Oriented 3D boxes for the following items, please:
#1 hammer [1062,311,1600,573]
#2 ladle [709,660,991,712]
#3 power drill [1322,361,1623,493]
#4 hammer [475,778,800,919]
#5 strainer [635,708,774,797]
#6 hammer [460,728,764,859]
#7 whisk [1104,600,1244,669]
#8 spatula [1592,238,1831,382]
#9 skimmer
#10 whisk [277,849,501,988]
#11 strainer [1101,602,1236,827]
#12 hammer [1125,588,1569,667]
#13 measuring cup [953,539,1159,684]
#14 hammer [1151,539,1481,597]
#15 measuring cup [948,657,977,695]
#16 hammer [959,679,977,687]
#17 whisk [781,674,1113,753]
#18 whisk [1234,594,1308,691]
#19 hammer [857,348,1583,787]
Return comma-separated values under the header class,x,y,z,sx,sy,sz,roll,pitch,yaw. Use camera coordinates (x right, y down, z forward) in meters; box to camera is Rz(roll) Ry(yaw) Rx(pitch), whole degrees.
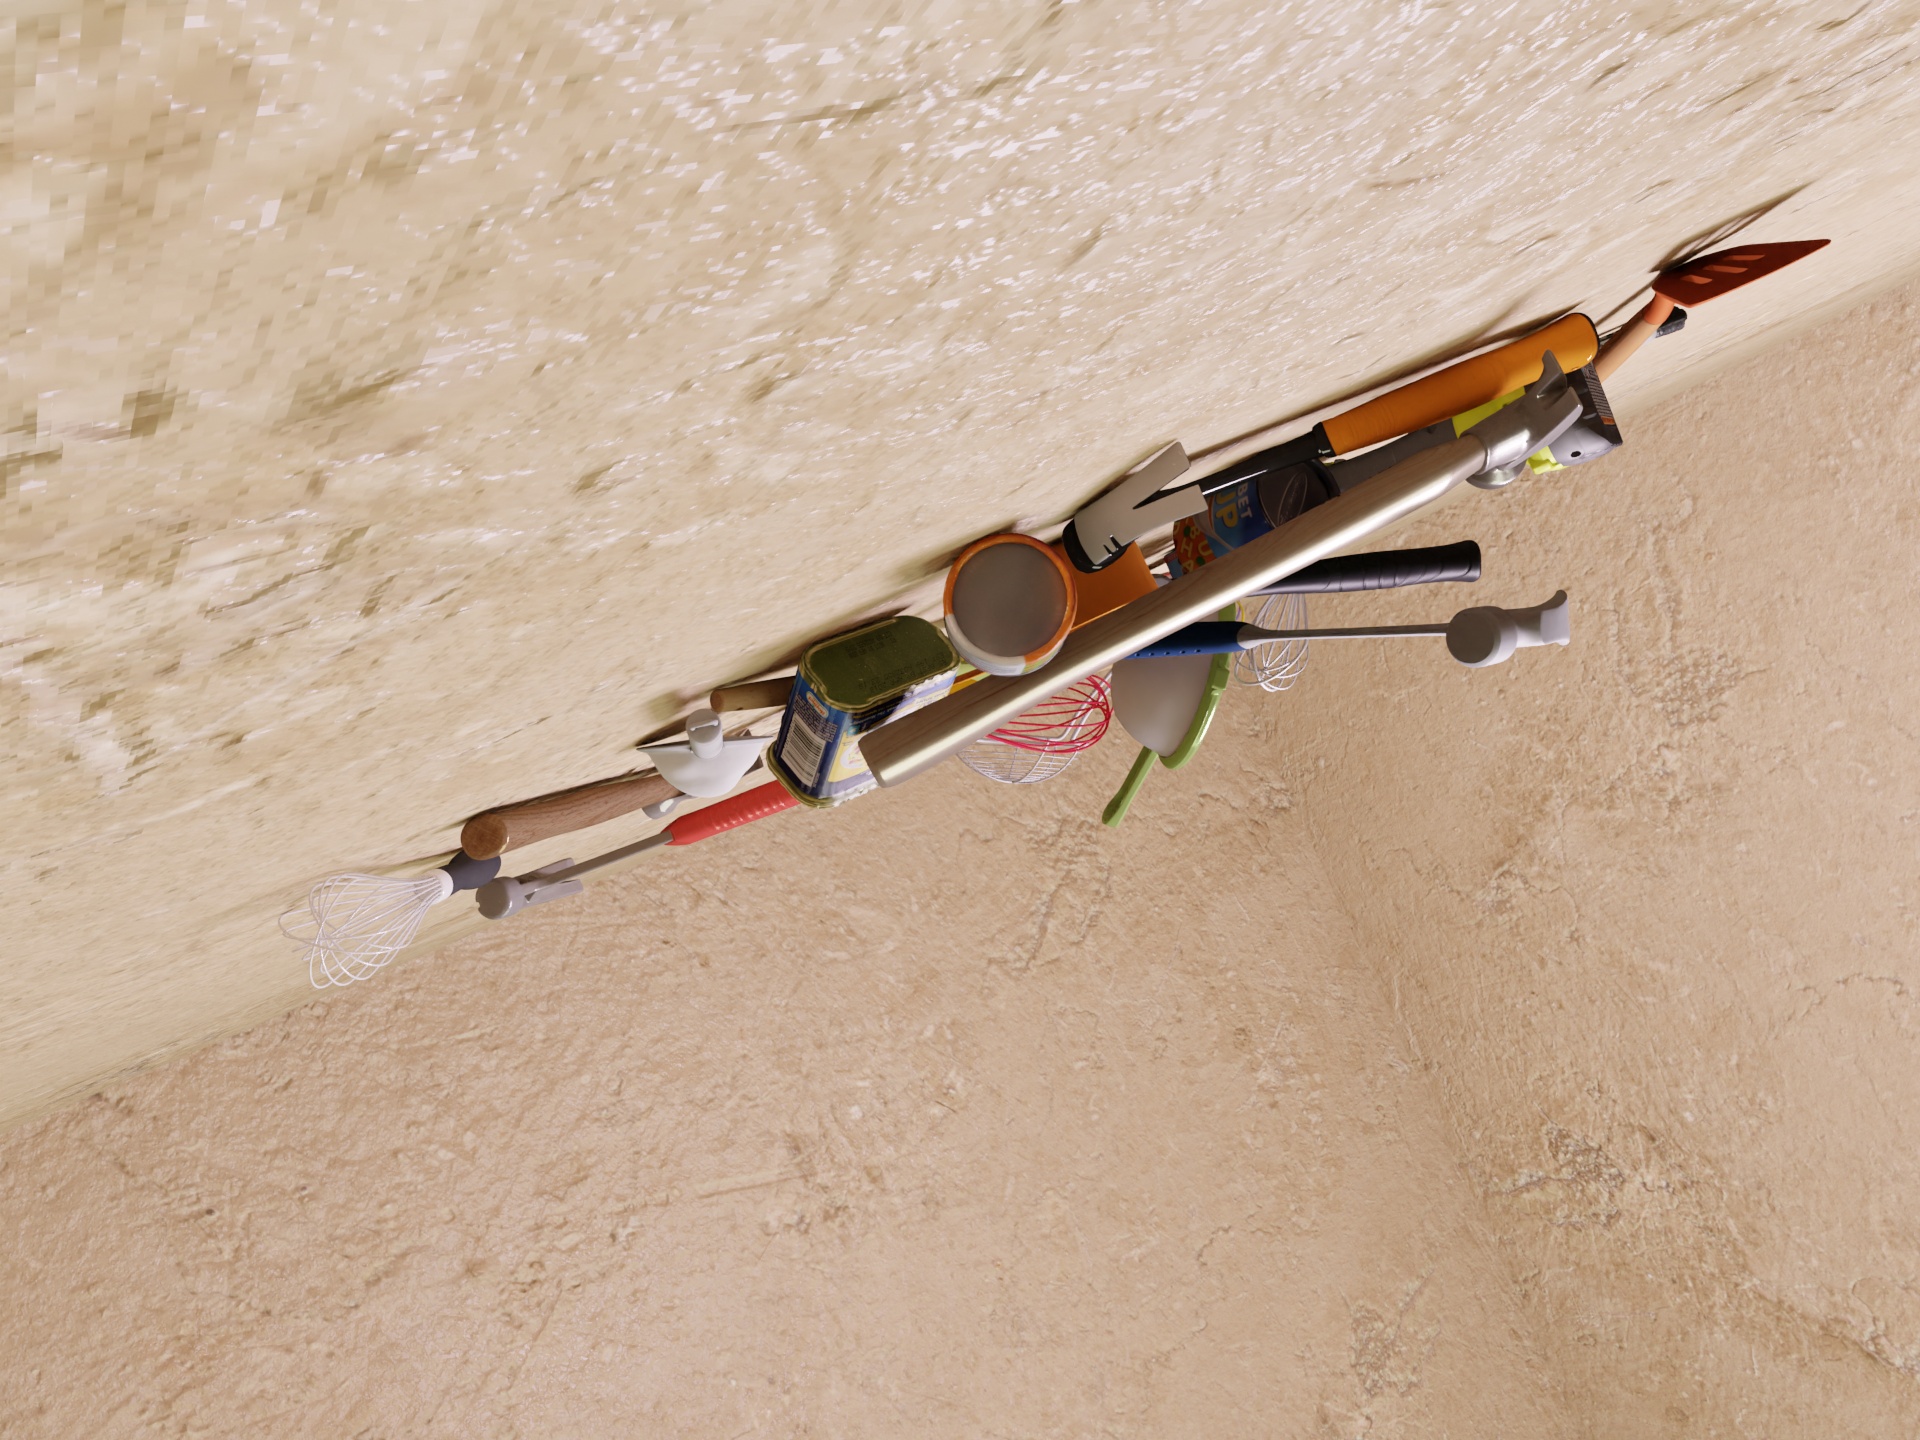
class,x,y,z,sx,sy,sz,roll,pitch,yaw
hammer,0.218,-0.160,0.849,0.337,0.034,0.127,-24,179,-22
ladle,-0.041,-0.041,1.011,0.078,0.062,0.320,-25,171,38
power drill,0.307,-0.172,1.047,0.223,0.080,0.171,-21,179,29
hammer,-0.189,0.077,1.228,0.359,0.037,0.149,-21,178,14
strainer,-0.150,0.017,0.936,0.087,0.050,0.258,-6,175,-9
hammer,-0.243,0.056,1.135,0.130,0.031,0.331,-24,178,18
whisk,0.157,-0.063,1.428,0.051,0.047,0.245,-23,-176,-43
spatula,0.430,-0.238,0.996,0.081,0.041,0.322,-25,173,2
skimmer,0.120,-0.063,1.361,0.127,0.090,0.363,7,136,-38
whisk,-0.364,0.116,1.053,0.070,0.070,0.284,-24,-177,5
strainer,0.140,-0.007,1.262,0.152,0.069,0.256,-82,-169,-46
hammer,0.206,-0.056,1.065,0.144,0.035,0.406,-10,-172,-43
measuring cup,0.036,-0.065,0.961,0.173,0.052,0.095,-23,179,33
hammer,0.225,-0.098,1.105,0.334,0.035,0.146,-8,-173,-25
measuring cup,0.026,-0.063,1.273,0.156,0.029,0.062,-39,137,26
hammer,0.099,-0.081,1.483,0.143,0.038,0.386,-24,179,38
whisk,-0.002,-0.004,1.252,0.295,0.073,0.073,-2,168,-28
whisk,0.253,-0.108,1.210,0.059,0.057,0.246,-19,-149,38
hammer,0.132,-0.072,0.846,0.410,0.038,0.146,-28,172,1
